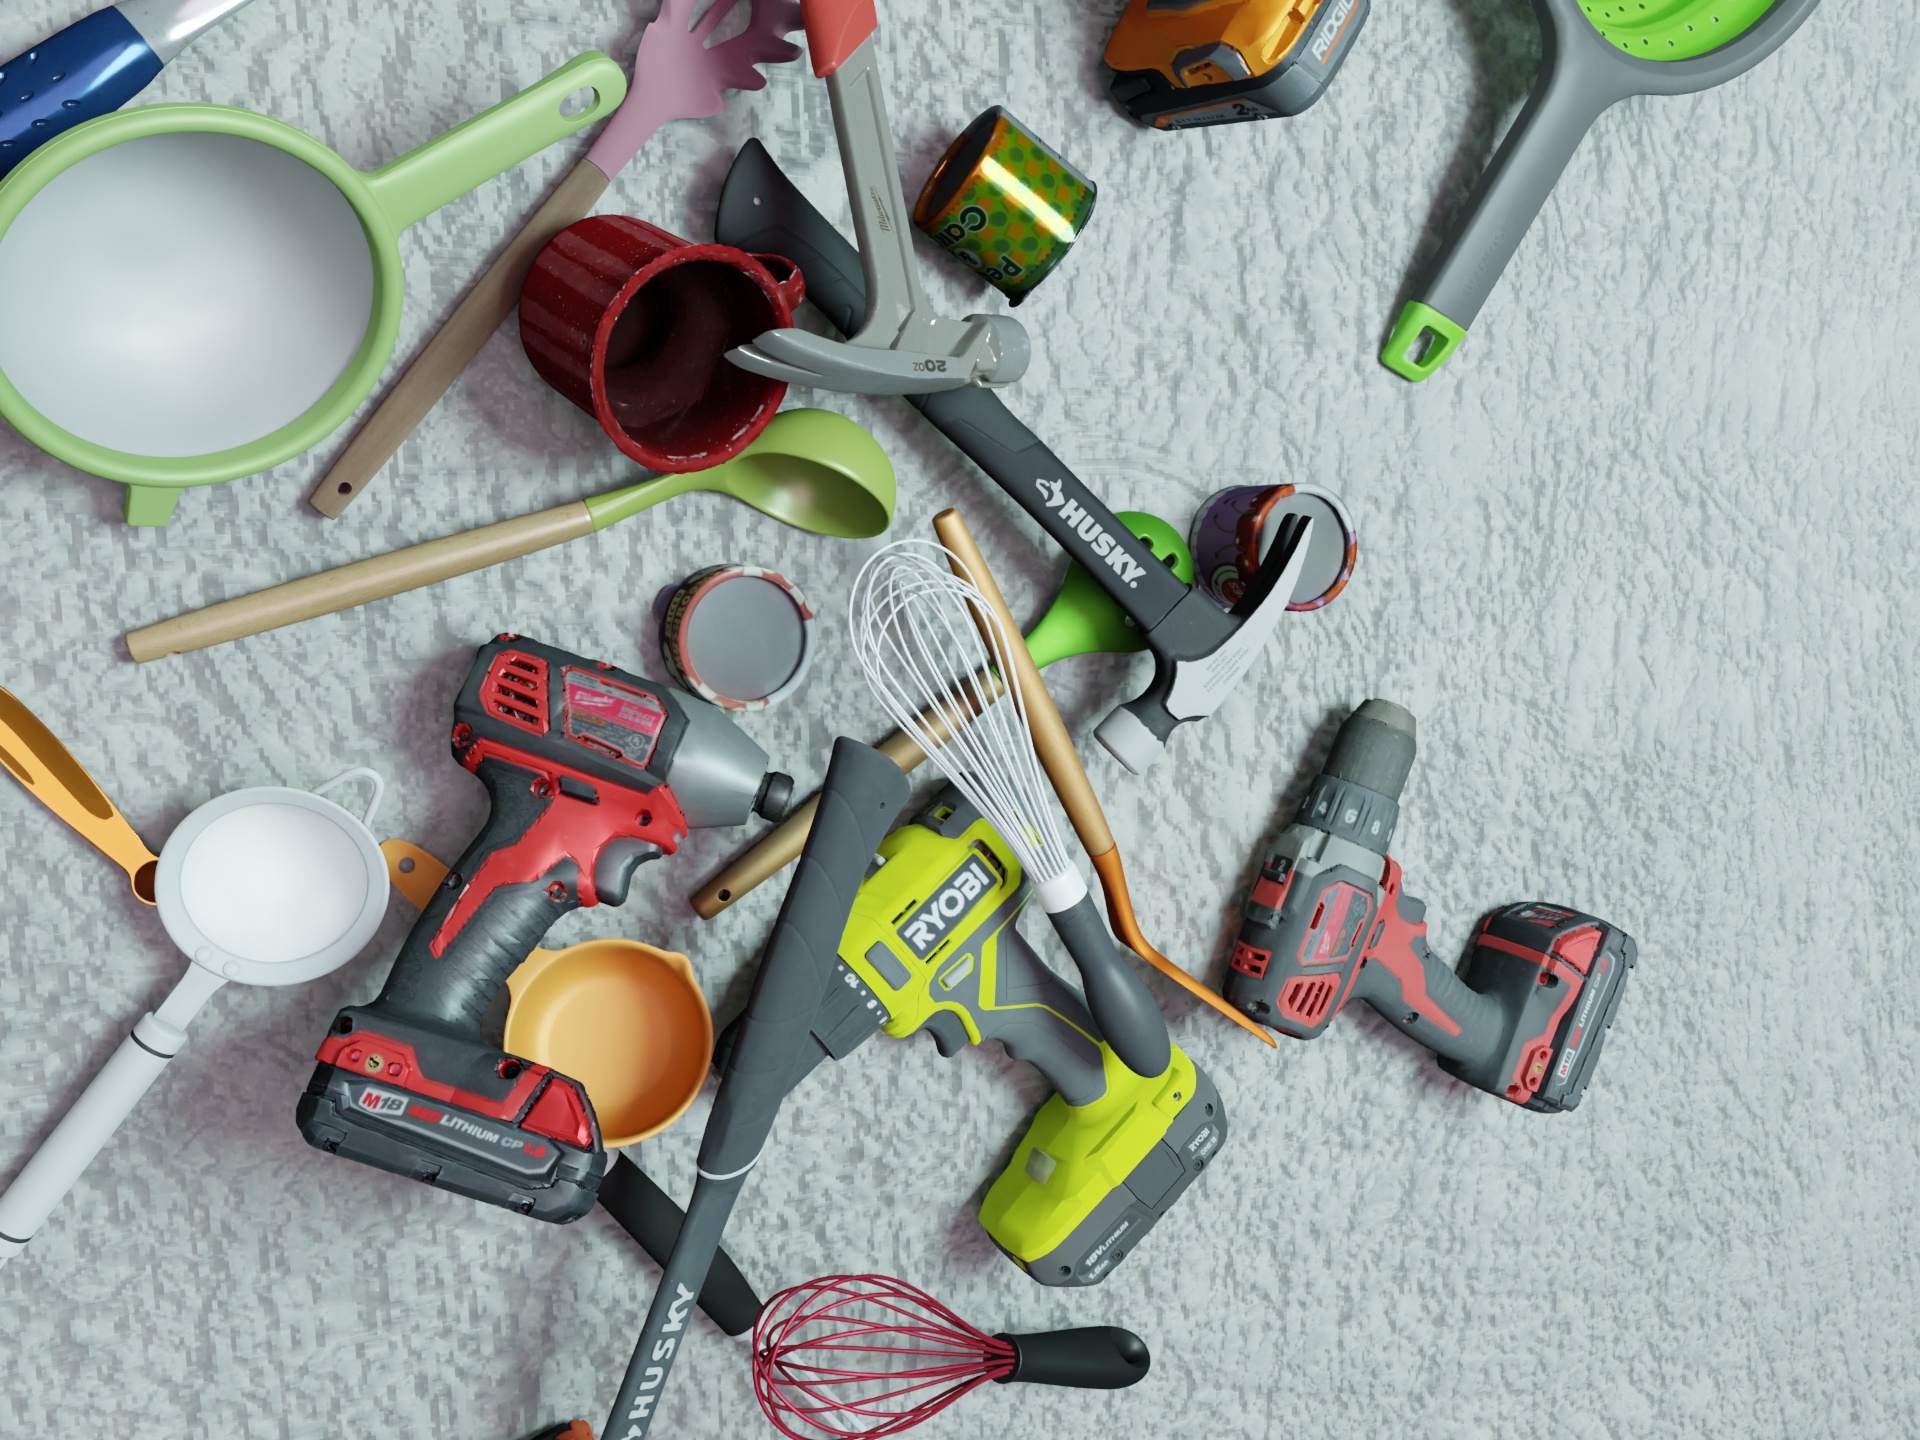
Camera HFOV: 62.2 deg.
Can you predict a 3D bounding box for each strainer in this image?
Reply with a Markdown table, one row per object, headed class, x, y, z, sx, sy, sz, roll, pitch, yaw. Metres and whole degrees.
| class | x | y | z | sx | sy | sz | roll | pitch | yaw |
| --- | --- | --- | --- | --- | --- | --- | --- | --- | --- |
| strainer | -0.248 | -0.195 | 0.597 | 0.256 | 0.069 | 0.151 | -35 | 149 | -14 |
| strainer | -0.317 | 0.118 | 0.638 | 0.086 | 0.050 | 0.258 | 39 | 85 | -25 |

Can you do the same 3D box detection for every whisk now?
| class | x | y | z | sx | sy | sz | roll | pitch | yaw |
| --- | --- | --- | --- | --- | --- | --- | --- | --- | --- |
| whisk | 0.008 | 0.305 | 0.762 | 0.295 | 0.073 | 0.073 | 25 | 85 | -47 |
| whisk | 0.029 | 0.048 | 0.715 | 0.070 | 0.070 | 0.284 | -33 | 107 | -18 |

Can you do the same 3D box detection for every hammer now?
| class | x | y | z | sx | sy | sz | roll | pitch | yaw |
| --- | --- | --- | --- | --- | --- | --- | --- | --- | --- |
| hammer | 0.019 | -0.135 | 0.736 | 0.334 | 0.035 | 0.146 | 43 | 92 | -14 |
| hammer | -0.298 | -0.259 | 0.602 | 0.405 | 0.035 | 0.144 | -42 | 111 | -15 |
| hammer | -0.060 | -0.310 | 0.648 | 0.149 | 0.037 | 0.359 | -9 | 87 | -46 |
| hammer | -0.109 | 0.202 | 0.670 | 0.149 | 0.036 | 0.409 | 19 | 91 | -51 |

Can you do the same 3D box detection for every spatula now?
| class | x | y | z | sx | sy | sz | roll | pitch | yaw |
| --- | --- | --- | --- | --- | --- | --- | --- | --- | --- |
| spatula | 0.066 | 0.037 | 0.767 | 0.041 | 0.081 | 0.322 | -32 | 114 | -13 |

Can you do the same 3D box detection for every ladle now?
| class | x | y | z | sx | sy | sz | roll | pitch | yaw |
| --- | --- | --- | --- | --- | --- | --- | --- | --- | --- |
| ladle | -0.179 | -0.068 | 0.671 | 0.320 | 0.078 | 0.062 | -19 | 80 | -16 |

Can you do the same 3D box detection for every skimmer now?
| class | x | y | z | sx | sy | sz | roll | pitch | yaw |
| --- | --- | --- | --- | --- | --- | --- | --- | --- | --- |
| skimmer | -0.067 | 0.345 | 0.753 | 0.127 | 0.090 | 0.363 | -32 | 109 | 15 |

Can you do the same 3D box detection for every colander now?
| class | x | y | z | sx | sy | sz | roll | pitch | yaw |
| --- | --- | --- | --- | --- | --- | --- | --- | --- | --- |
| colander | 0.327 | -0.373 | 0.860 | 0.204 | 0.095 | 0.397 | 23 | 104 | -26 |

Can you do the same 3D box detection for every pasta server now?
| class | x | y | z | sx | sy | sz | roll | pitch | yaw |
| --- | --- | --- | --- | --- | --- | --- | --- | --- | --- |
| pasta server | -0.167 | -0.211 | 0.668 | 0.060 | 0.040 | 0.316 | 42 | 80 | -34 |

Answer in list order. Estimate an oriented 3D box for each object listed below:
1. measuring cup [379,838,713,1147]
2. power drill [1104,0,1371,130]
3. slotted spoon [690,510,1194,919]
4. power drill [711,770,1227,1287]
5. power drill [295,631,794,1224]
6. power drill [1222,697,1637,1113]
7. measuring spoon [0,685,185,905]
| class | x | y | z | sx | sy | sz | roll | pitch | yaw |
| --- | --- | --- | --- | --- | --- | --- | --- | --- | --- |
| measuring cup | -0.186 | 0.114 | 0.699 | 0.173 | 0.052 | 0.095 | 40 | 72 | 2 |
| power drill | 0.061 | -0.367 | 0.703 | 0.226 | 0.164 | 0.084 | 35 | 81 | -37 |
| slotted spoon | -0.001 | -0.002 | 0.777 | 0.314 | 0.031 | 0.070 | -37 | 104 | -15 |
| power drill | 0.008 | 0.164 | 0.774 | 0.190 | 0.080 | 0.228 | -44 | 109 | -15 |
| power drill | -0.163 | 0.082 | 0.646 | 0.143 | 0.078 | 0.220 | 19 | 70 | -5 |
| power drill | 0.266 | 0.108 | 0.889 | 0.226 | 0.080 | 0.188 | 24 | 86 | -22 |
| measuring spoon | -0.352 | 0.027 | 0.628 | 0.021 | 0.011 | 0.116 | -41 | 107 | -13 |
